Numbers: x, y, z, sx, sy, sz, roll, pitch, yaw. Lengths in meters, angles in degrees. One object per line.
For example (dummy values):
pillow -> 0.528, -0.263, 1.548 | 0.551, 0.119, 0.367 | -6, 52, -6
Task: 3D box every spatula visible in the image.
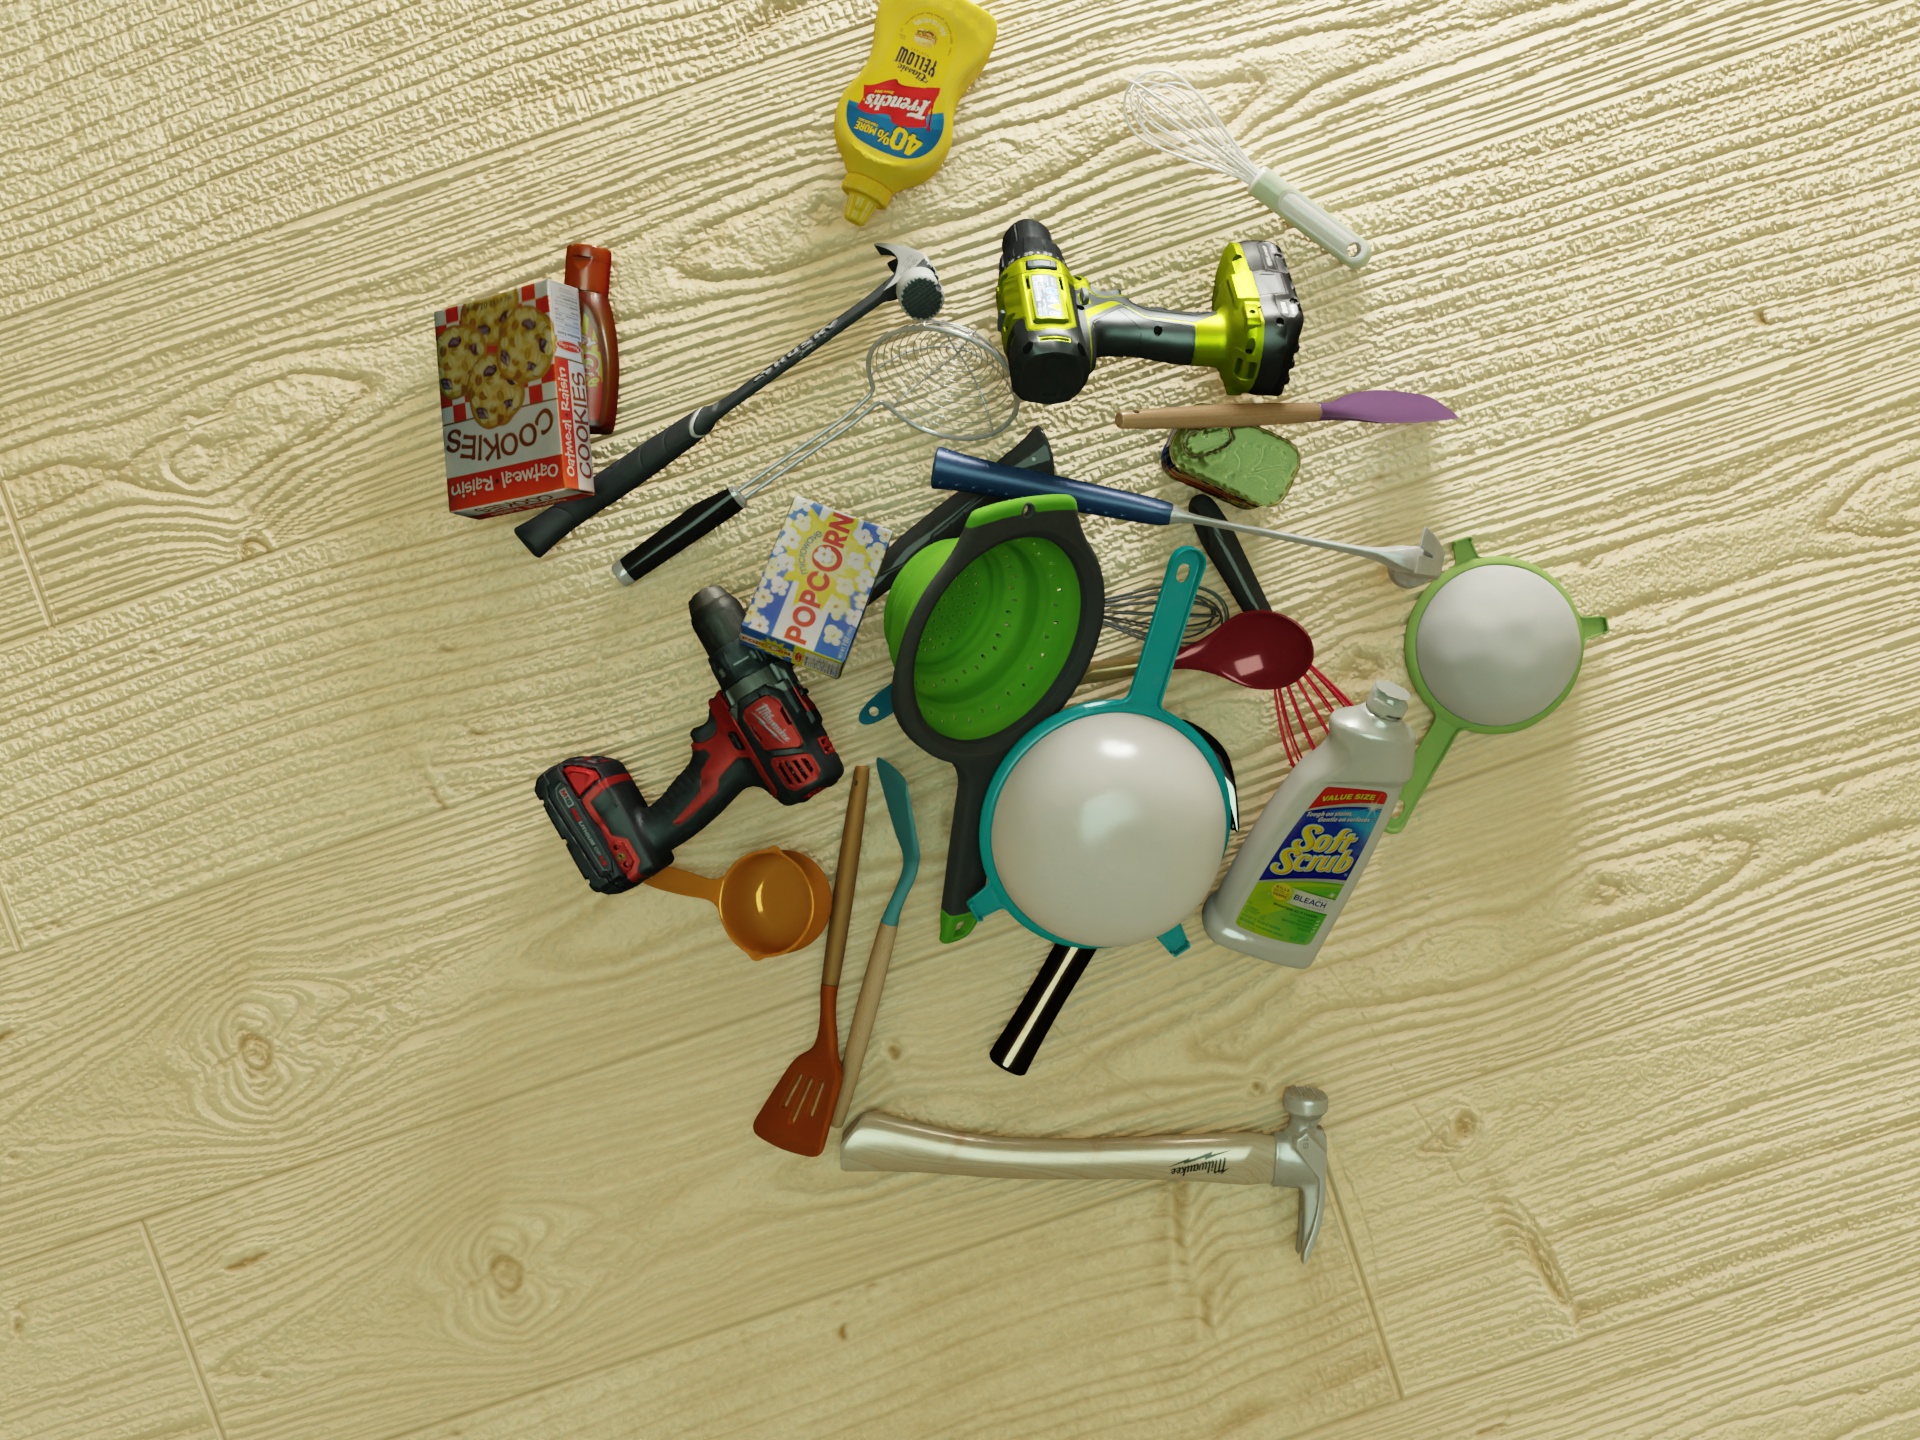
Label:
spatula -> -0.111, 0.197, 1.331 | 0.081, 0.041, 0.322 | 9, 90, 38
spatula -> 0.258, -0.243, 1.252 | 0.315, 0.060, 0.018 | -8, 129, -26
spatula -> -0.077, 0.192, 1.331 | 0.044, 0.082, 0.317 | 11, 98, -23

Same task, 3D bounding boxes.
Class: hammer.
hammer -> 0.104, 0.380, 1.349 | 0.410, 0.038, 0.146 | 2, 95, 0
hammer -> 0.123, 0.152, 1.338 | 0.130, 0.031, 0.331 | 29, 93, -2
hammer -> 0.176, -0.161, 1.247 | 0.405, 0.144, 0.035 | 12, 92, 6
hammer -> -0.194, -0.254, 1.281 | 0.409, 0.149, 0.036 | -32, 121, 10
hammer -> -0.060, -0.132, 1.318 | 0.335, 0.035, 0.146 | -38, 94, 2

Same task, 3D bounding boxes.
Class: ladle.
ladle -> 0.128, -0.041, 1.300 | 0.315, 0.031, 0.069 | -8, 111, 13

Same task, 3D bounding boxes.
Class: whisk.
whisk -> 0.103, -0.089, 1.319 | 0.239, 0.055, 0.055 | 3, 93, 4
whisk -> 0.264, -0.056, 1.314 | 0.073, 0.073, 0.296 | -28, 88, 1
whisk -> 0.235, -0.446, 1.297 | 0.246, 0.059, 0.058 | 34, 105, -7

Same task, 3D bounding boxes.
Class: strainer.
strainer -> 0.143, 0.036, 1.233 | 0.211, 0.095, 0.340 | 12, 103, -14
strainer -> 0.422, -0.016, 1.310 | 0.151, 0.069, 0.256 | 30, 91, -2

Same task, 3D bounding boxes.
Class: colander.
colander -> -0.002, -0.004, 1.276 | 0.204, 0.095, 0.396 | -14, 124, -37

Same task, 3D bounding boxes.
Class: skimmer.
skimmer -> -0.123, -0.200, 1.285 | 0.363, 0.090, 0.127 | -33, 135, 5

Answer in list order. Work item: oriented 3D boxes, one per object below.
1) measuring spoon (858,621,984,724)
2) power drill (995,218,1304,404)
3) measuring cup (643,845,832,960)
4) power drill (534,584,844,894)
measuring spoon -> -0.033, -0.038, 1.336 | 0.128, 0.021, 0.042 | -36, 94, 11
power drill -> 0.140, -0.330, 1.260 | 0.228, 0.080, 0.191 | 0, 51, -6
measuring cup -> -0.188, 0.143, 1.332 | 0.174, 0.052, 0.095 | 11, 91, 23
power drill -> -0.227, 0.017, 1.285 | 0.226, 0.080, 0.188 | -31, 88, 10
